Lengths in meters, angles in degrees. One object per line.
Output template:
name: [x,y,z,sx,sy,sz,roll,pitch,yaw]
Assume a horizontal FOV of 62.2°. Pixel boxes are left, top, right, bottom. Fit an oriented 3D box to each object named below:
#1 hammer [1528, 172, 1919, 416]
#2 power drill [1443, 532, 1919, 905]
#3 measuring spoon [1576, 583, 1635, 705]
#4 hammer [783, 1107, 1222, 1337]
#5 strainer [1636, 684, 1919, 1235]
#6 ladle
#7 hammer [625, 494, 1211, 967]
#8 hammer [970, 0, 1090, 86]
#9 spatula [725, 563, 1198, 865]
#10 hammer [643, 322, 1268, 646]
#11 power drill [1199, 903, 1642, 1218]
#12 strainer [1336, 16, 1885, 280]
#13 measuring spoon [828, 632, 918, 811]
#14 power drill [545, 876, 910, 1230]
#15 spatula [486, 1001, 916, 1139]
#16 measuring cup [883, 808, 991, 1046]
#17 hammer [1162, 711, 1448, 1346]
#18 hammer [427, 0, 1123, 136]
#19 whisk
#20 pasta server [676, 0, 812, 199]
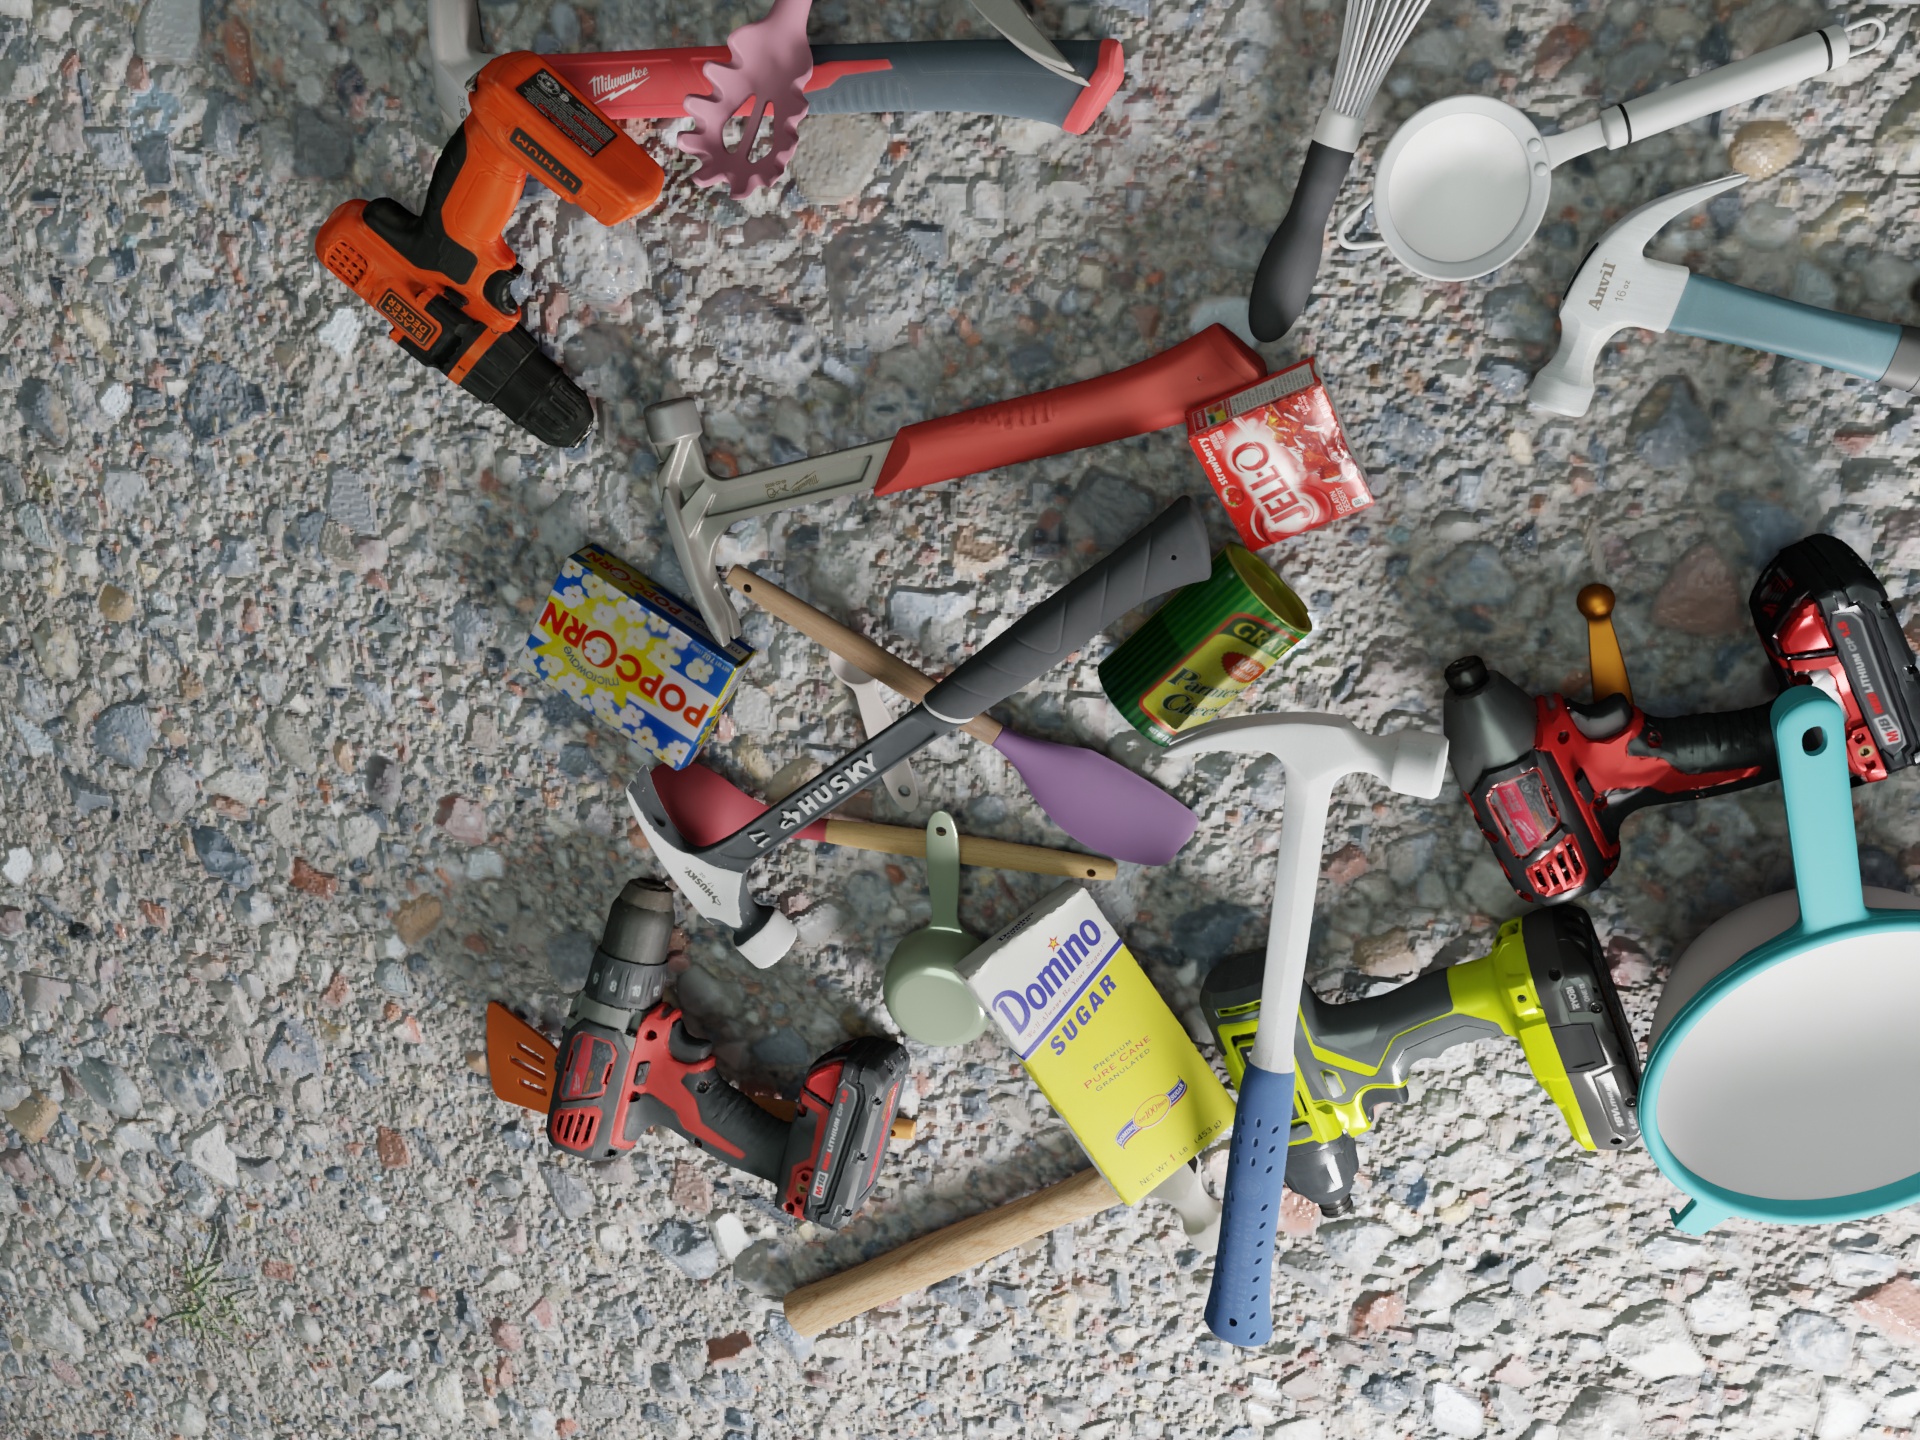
hammer: [0.459,-0.172,0.765,0.331,0.033,0.128,17,114,9]
power drill: [0.365,-0.002,0.822,0.219,0.078,0.143,-25,105,22]
measuring spoon: [0.353,-0.018,0.861,0.021,0.011,0.117,-11,106,19]
hammer: [0.011,0.349,1.077,0.331,0.031,0.130,-30,99,23]
strainer: [0.432,0.109,0.815,0.211,0.095,0.340,-17,118,11]
ladle: [-0.058,0.073,1.002,0.315,0.031,0.069,7,116,11]
hammer: [-0.025,-0.002,0.918,0.409,0.036,0.149,-35,107,25]
hammer: [0.149,-0.484,0.720,0.410,0.038,0.146,-41,76,22]
spatula: [-0.001,-0.003,0.943,0.316,0.018,0.059,32,117,-7]
hammer: [-0.004,-0.146,0.901,0.359,0.037,0.149,-10,106,19]
power drill: [0.272,0.202,0.930,0.223,0.080,0.171,-18,103,25]
strainer: [0.306,-0.281,0.765,0.258,0.050,0.086,-17,110,15]
measuring spoon: [-0.048,0.000,0.981,0.034,0.018,0.124,-11,113,19]
power drill: [-0.152,0.218,1.043,0.227,0.080,0.188,16,94,11]
spatula: [-0.188,0.258,1.106,0.322,0.041,0.081,6,110,9]
measuring cup: [-0.013,0.134,0.989,0.083,0.038,0.167,5,121,11]
hammer: [0.172,0.184,0.903,0.144,0.035,0.405,11,114,19]
hammer: [-0.106,-0.359,0.852,0.386,0.038,0.143,4,109,14]
whisk: [0.197,-0.320,0.774,0.070,0.070,0.284,21,118,7]
pasta server: [-0.065,-0.414,0.791,0.060,0.040,0.316,22,102,-4]
